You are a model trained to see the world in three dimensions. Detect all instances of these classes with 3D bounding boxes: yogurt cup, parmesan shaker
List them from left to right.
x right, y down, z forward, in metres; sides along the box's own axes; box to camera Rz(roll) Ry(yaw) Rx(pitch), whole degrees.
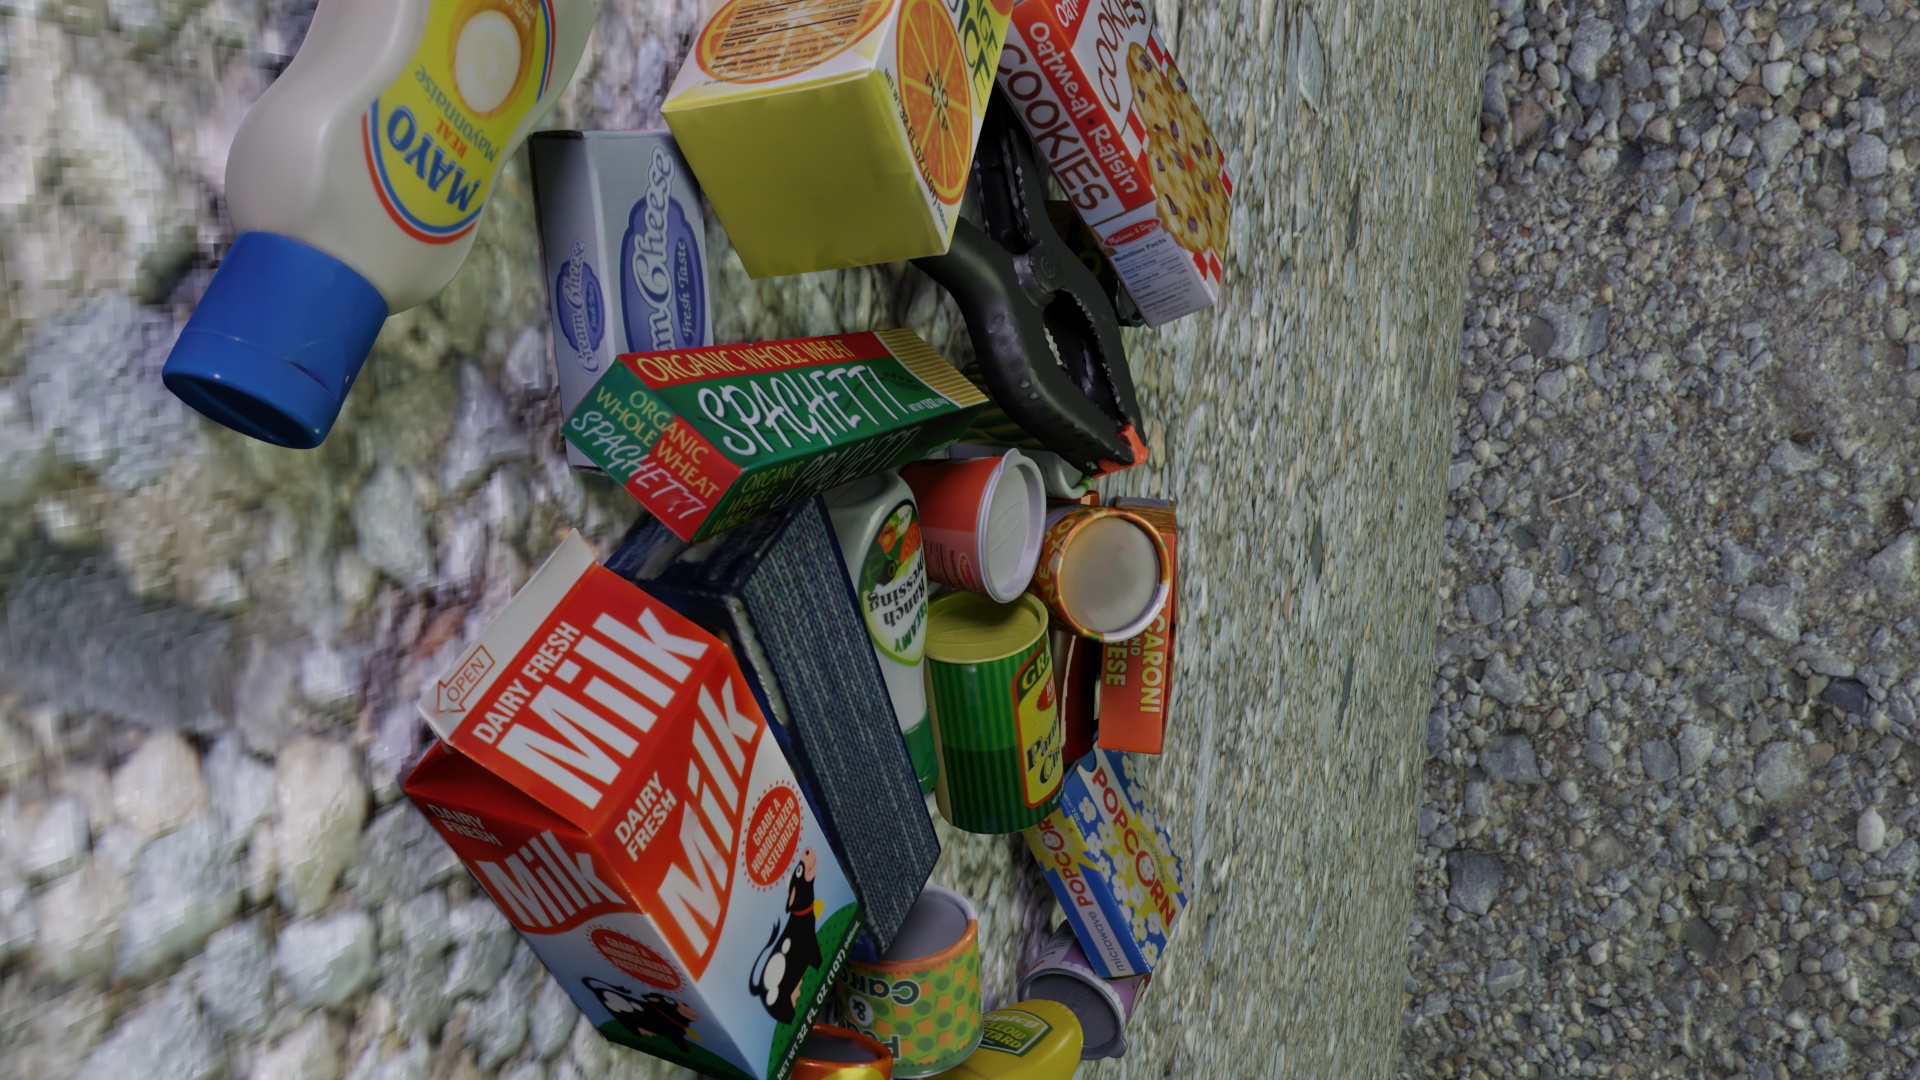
[{"bbox_3d":[0.002,-0.008,0.639,0.072,0.054,0.072,-26,119,-60],"label":"yogurt cup"},{"bbox_3d":[0.015,0.081,0.674,0.072,0.071,0.102,-48,138,-50],"label":"parmesan shaker"}]

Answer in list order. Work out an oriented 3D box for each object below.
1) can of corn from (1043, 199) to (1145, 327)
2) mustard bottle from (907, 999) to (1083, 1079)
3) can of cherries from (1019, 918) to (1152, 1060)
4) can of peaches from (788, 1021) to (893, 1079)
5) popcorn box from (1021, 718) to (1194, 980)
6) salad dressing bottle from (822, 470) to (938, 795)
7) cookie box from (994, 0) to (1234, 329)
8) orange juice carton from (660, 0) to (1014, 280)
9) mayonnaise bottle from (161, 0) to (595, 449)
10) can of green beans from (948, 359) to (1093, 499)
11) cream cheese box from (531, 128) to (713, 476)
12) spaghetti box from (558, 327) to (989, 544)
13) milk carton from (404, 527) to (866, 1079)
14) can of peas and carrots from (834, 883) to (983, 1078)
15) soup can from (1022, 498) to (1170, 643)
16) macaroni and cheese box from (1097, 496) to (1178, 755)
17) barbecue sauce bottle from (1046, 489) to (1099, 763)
[{"bbox_3d":[0.068,-0.145,0.735,0.071,0.058,0.071,-26,120,-60],"label":"can of corn"},{"bbox_3d":[0.029,0.280,0.750,0.160,0.065,0.049,5,90,-64],"label":"mustard bottle"},{"bbox_3d":[0.079,0.272,0.845,0.059,0.071,0.071,-41,132,-56],"label":"can of cherries"},{"bbox_3d":[-0.062,0.226,0.549,0.071,0.071,0.058,25,73,-63],"label":"can of peaches"},{"bbox_3d":[0.085,0.181,0.819,0.126,0.038,0.085,63,35,-10],"label":"popcorn box"},{"bbox_3d":[-0.036,0.043,0.585,0.064,0.044,0.147,-47,137,-50],"label":"salad dressing bottle"},{"bbox_3d":[0.072,-0.203,0.655,0.167,0.040,0.123,52,35,-29],"label":"cookie box"},{"bbox_3d":[-0.031,-0.185,0.488,0.071,0.073,0.194,65,29,-47],"label":"orange juice carton"},{"bbox_3d":[-0.141,-0.094,0.340,0.064,0.041,0.148,54,48,-57],"label":"mayonnaise bottle"},{"bbox_3d":[0.034,-0.056,0.688,0.071,0.058,0.071,-25,119,-60],"label":"can of green beans"},{"bbox_3d":[-0.104,-0.077,0.440,0.053,0.024,0.103,-30,123,-58],"label":"cream cheese box"},{"bbox_3d":[-0.047,-0.044,0.479,0.028,0.050,0.251,-50,174,18],"label":"spaghetti box"},{"bbox_3d":[-0.100,0.088,0.431,0.073,0.073,0.189,-60,145,-39],"label":"milk carton"},{"bbox_3d":[-0.025,0.196,0.620,0.071,0.071,0.058,-33,125,-58],"label":"can of peas and carrots"},{"bbox_3d":[0.055,0.011,0.695,0.071,0.084,0.071,-2,95,-24],"label":"soup can"},{"bbox_3d":[0.106,0.043,0.823,0.167,0.040,0.123,-46,139,-79],"label":"macaroni and cheese box"},{"bbox_3d":[0.056,0.045,0.774,0.065,0.043,0.148,-13,108,-69],"label":"barbecue sauce bottle"}]
